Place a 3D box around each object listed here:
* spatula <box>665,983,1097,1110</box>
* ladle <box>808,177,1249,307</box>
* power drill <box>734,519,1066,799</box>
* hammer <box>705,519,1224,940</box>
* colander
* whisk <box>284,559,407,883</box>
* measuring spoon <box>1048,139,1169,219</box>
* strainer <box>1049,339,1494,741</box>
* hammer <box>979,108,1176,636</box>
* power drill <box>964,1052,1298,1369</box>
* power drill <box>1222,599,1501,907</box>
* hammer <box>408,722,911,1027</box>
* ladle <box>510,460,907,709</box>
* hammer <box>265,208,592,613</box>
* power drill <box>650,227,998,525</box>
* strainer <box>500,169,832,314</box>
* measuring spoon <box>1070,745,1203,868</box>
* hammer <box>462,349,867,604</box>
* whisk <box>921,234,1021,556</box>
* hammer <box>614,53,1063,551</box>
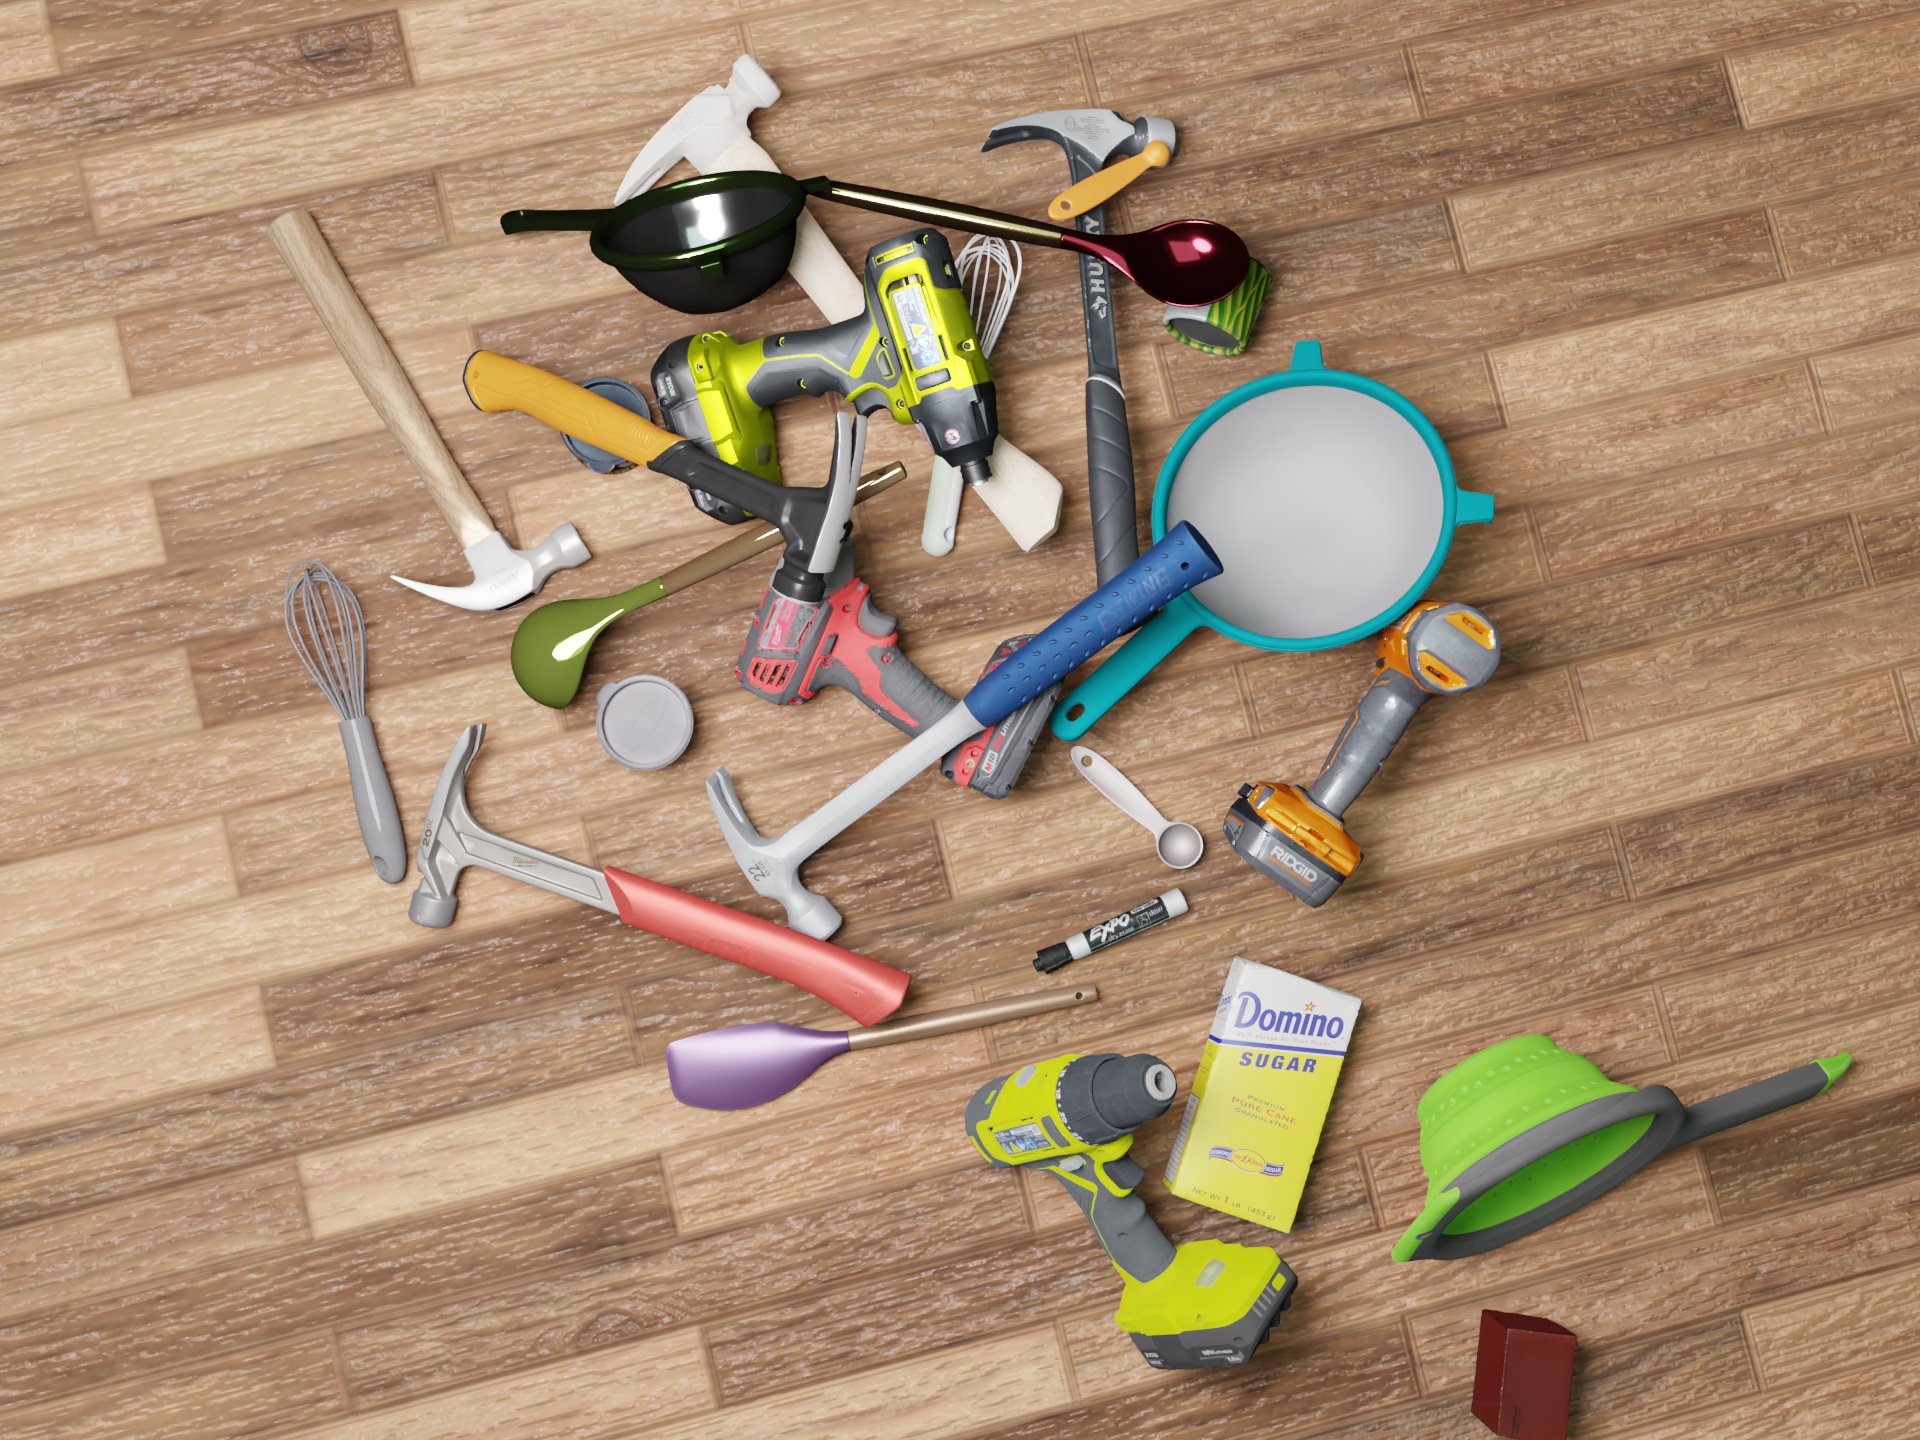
[{"bbox_3d":[-0.055,0.230,1.156,0.316,0.018,0.060,-11,88,-3],"label":"spatula"},{"bbox_3d":[0.046,-0.344,1.119,0.315,0.031,0.069,12,76,1],"label":"ladle"},{"bbox_3d":[-0.039,-0.047,1.130,0.219,0.078,0.143,25,110,1],"label":"power drill"},{"bbox_3d":[-0.002,-0.003,1.078,0.405,0.035,0.144,-37,97,21],"label":"hammer"},{"bbox_3d":[0.467,0.272,1.147,0.397,0.204,0.095,-12,52,-20],"label":"colander"},{"bbox_3d":[-0.437,0.002,1.138,0.055,0.055,0.239,-14,91,-4],"label":"whisk"},{"bbox_3d":[0.109,-0.394,1.156,0.117,0.011,0.021,-35,89,-21],"label":"measuring spoon"},{"bbox_3d":[0.204,-0.097,1.158,0.340,0.095,0.211,-43,68,4],"label":"strainer"},{"bbox_3d":[0.098,-0.257,1.145,0.149,0.036,0.409,1,76,-17],"label":"hammer"},{"bbox_3d":[0.124,0.325,1.083,0.080,0.190,0.228,-39,95,-39],"label":"power drill"},{"bbox_3d":[0.284,0.012,1.136,0.084,0.164,0.226,35,97,-1],"label":"power drill"},{"bbox_3d":[-0.205,0.126,1.120,0.359,0.037,0.149,19,97,3],"label":"hammer"},{"bbox_3d":[-0.177,-0.099,1.110,0.320,0.062,0.078,-25,56,10],"label":"ladle"},{"bbox_3d":[-0.410,-0.225,1.161,0.130,0.031,0.331,-32,88,-5],"label":"hammer"},{"bbox_3d":[-0.088,-0.222,1.108,0.223,0.080,0.171,-15,99,21],"label":"power drill"},{"bbox_3d":[-0.220,-0.329,1.123,0.256,0.069,0.151,10,43,29],"label":"strainer"},{"bbox_3d":[0.129,0.063,1.184,0.124,0.018,0.034,43,85,7],"label":"measuring spoon"},{"bbox_3d":[-0.213,-0.197,1.088,0.337,0.034,0.127,26,107,25],"label":"hammer"},{"bbox_3d":[0.003,-0.243,1.181,0.059,0.057,0.246,10,89,32],"label":"whisk"},{"bbox_3d":[-0.078,-0.282,1.154,0.146,0.038,0.411,-40,86,10],"label":"hammer"}]
